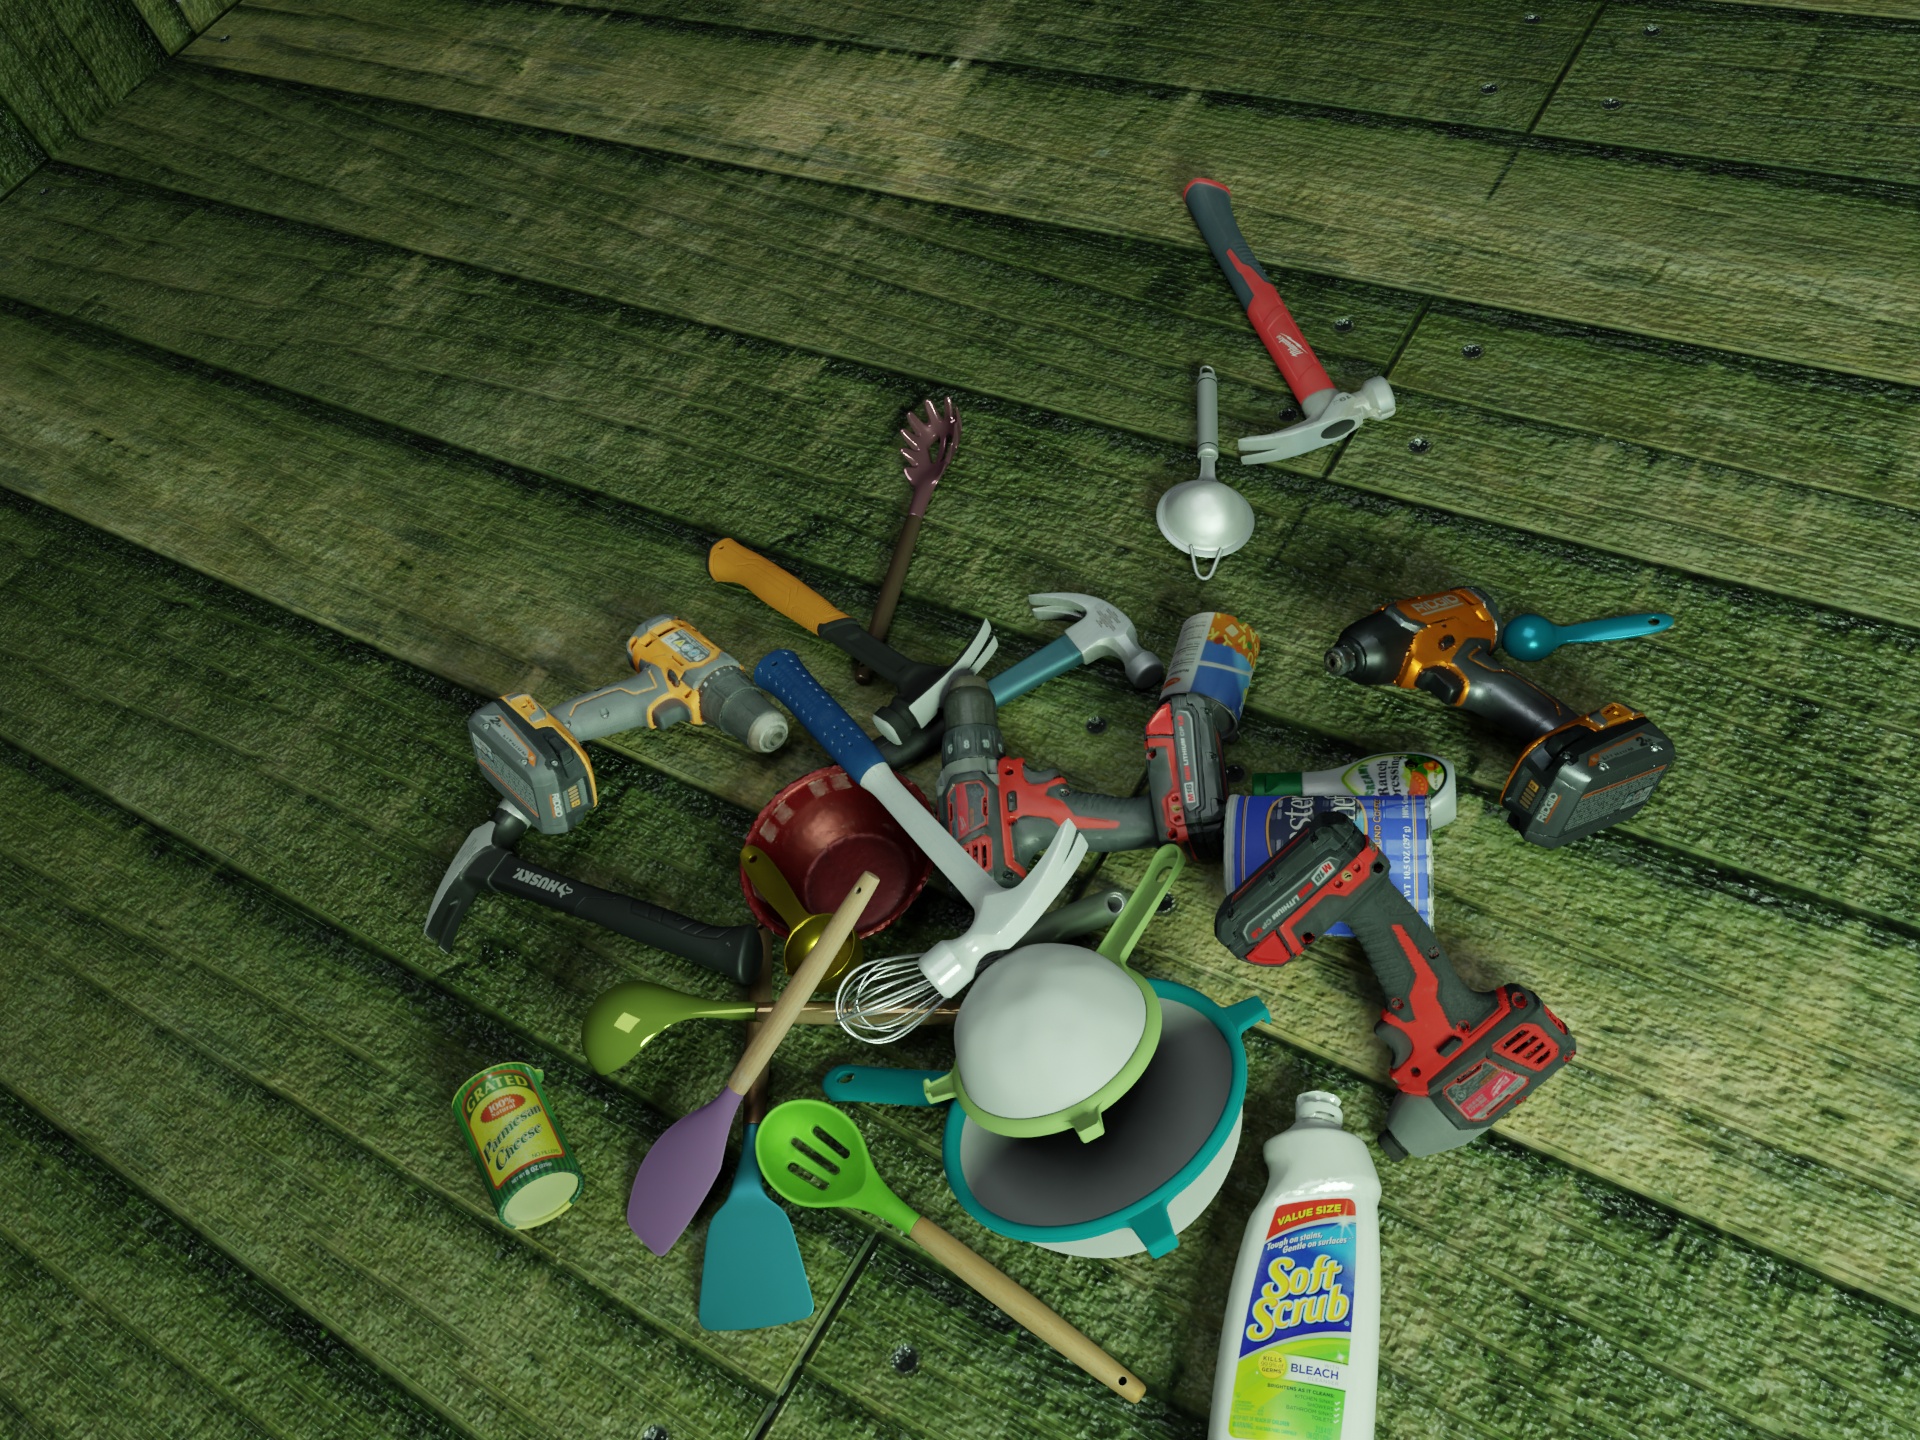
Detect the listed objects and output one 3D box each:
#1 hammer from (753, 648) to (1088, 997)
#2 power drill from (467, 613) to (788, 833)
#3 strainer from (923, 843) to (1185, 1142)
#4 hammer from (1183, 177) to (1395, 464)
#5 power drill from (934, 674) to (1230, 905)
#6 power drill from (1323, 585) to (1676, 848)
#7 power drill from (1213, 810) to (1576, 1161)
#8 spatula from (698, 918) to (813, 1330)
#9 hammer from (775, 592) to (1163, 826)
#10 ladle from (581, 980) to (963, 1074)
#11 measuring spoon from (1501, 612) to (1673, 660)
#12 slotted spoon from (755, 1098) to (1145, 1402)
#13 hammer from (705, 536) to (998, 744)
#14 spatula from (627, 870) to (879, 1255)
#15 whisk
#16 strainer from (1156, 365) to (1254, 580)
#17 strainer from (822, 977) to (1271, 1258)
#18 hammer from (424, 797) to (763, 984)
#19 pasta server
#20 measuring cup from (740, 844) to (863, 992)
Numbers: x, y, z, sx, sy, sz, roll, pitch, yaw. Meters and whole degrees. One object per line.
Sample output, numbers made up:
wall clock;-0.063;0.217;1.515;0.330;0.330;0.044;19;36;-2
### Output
hammer;-0.056;0.044;1.212;0.144;0.035;0.406;-40;41;-5
power drill;-0.276;0.007;1.355;0.226;0.084;0.185;-32;51;-31
strainer;0.080;0.161;1.081;0.151;0.069;0.256;2;43;43
hammer;0.276;-0.399;1.536;0.143;0.038;0.387;-20;52;3
power drill;0.089;0.038;1.236;0.226;0.080;0.188;-10;64;13
power drill;0.383;-0.011;1.166;0.164;0.084;0.227;-14;46;-31
power drill;0.275;0.178;1.043;0.143;0.078;0.220;-45;84;13
spatula;-0.150;0.283;1.177;0.082;0.044;0.318;-11;48;9
hammer;-0.002;-0.004;1.334;0.331;0.033;0.128;-30;53;-6
ladle;-0.122;0.225;1.171;0.320;0.062;0.078;-1;26;4
measuring spoon;0.491;-0.075;1.246;0.128;0.021;0.042;-7;54;13
slotted spoon;-0.011;0.356;1.066;0.314;0.031;0.070;29;71;25
hammer;-0.116;-0.096;1.409;0.127;0.034;0.337;-44;48;-15
spatula;-0.148;0.240;1.132;0.060;0.018;0.316;36;96;29
whisk;0.019;0.172;1.158;0.246;0.059;0.058;-19;84;-23
strainer;0.222;-0.237;1.435;0.087;0.050;0.259;6;52;1
strainer;0.051;0.281;1.086;0.340;0.095;0.211;-6;36;38
hammer;-0.292;0.154;1.277;0.335;0.035;0.146;13;59;33
pasta server;-0.053;-0.170;1.466;0.060;0.040;0.316;-1;55;27
measuring cup;-0.124;0.147;1.200;0.062;0.029;0.157;-39;47;-6
